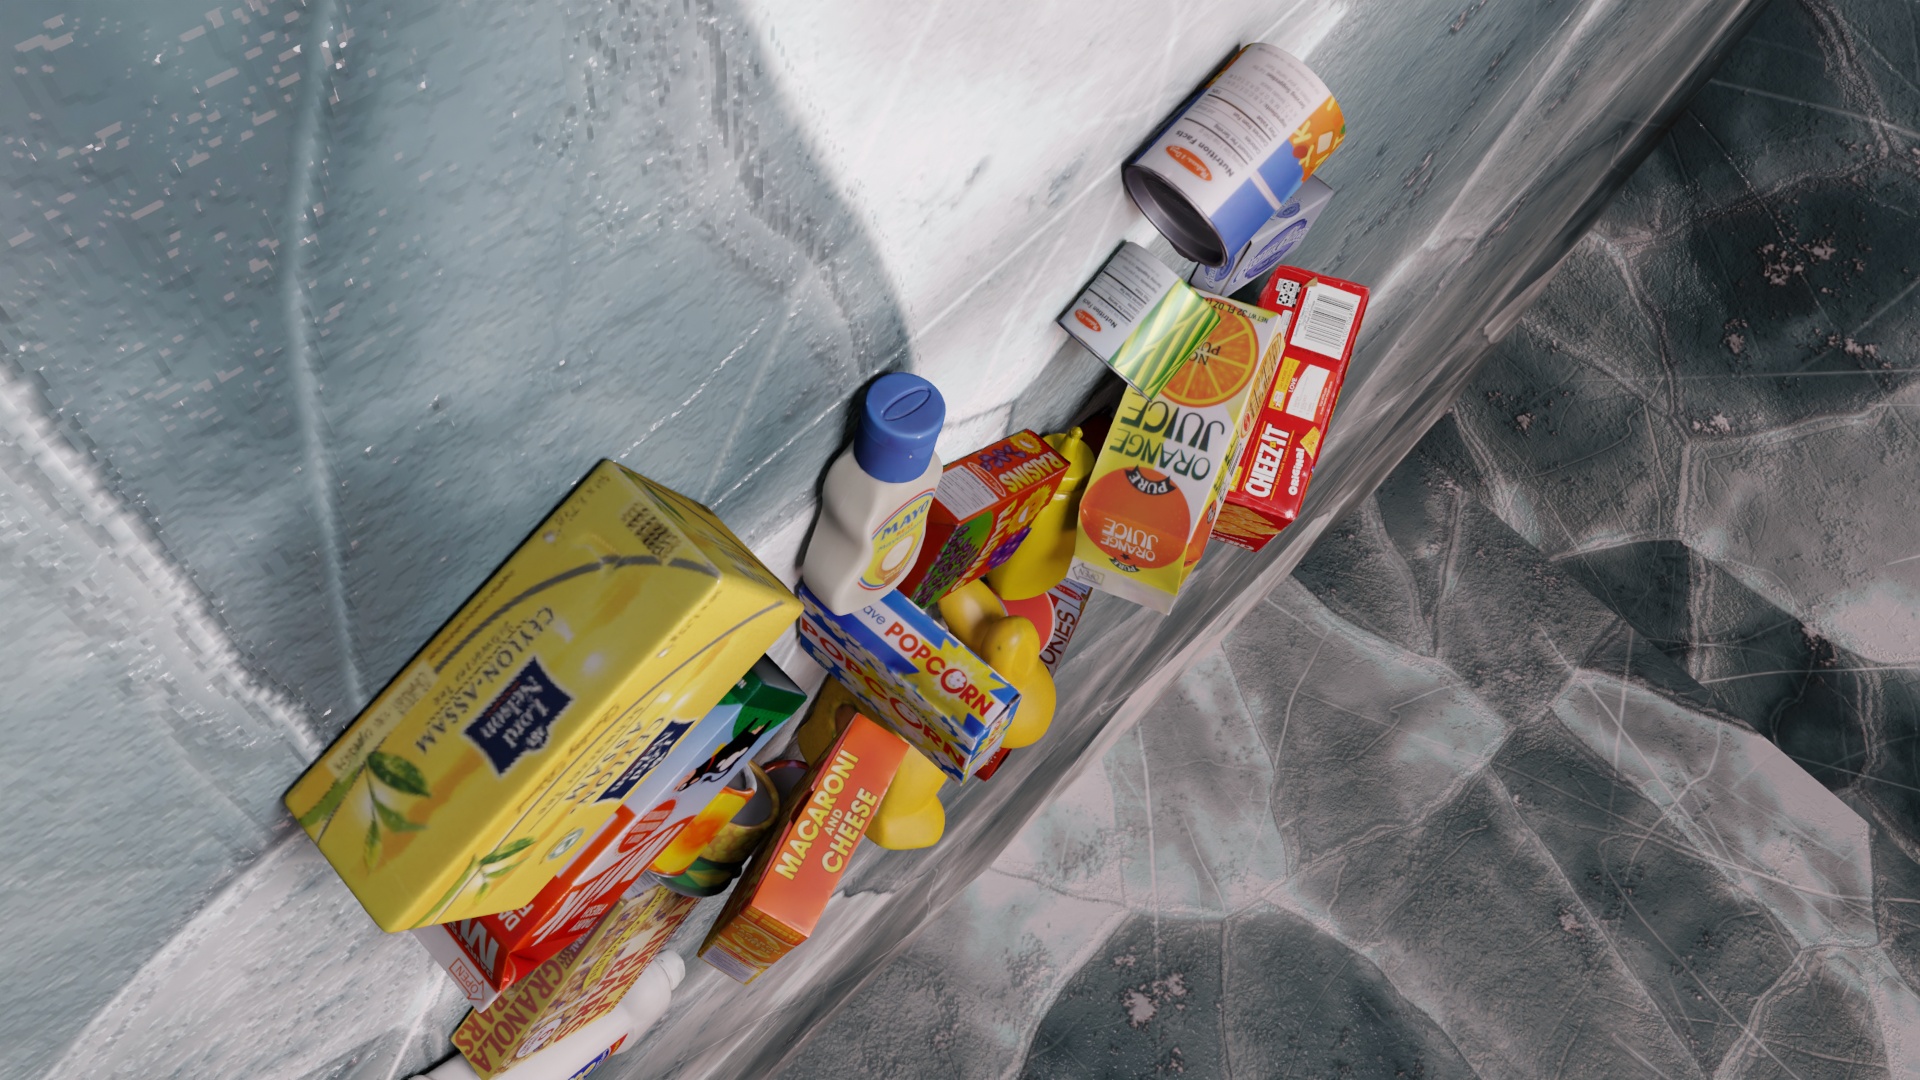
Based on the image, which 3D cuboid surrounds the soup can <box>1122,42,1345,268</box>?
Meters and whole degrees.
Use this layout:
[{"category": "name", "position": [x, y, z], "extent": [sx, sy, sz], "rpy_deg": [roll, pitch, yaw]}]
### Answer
[{"category": "soup can", "position": [0.130, -0.181, 0.658], "extent": [0.084, 0.071, 0.071], "rpy_deg": [-46, 165, -3]}]

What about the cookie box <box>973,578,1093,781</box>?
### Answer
[{"category": "cookie box", "position": [0.056, 0.099, 1.138], "extent": [0.168, 0.040, 0.122], "rpy_deg": [-60, 178, -41]}]

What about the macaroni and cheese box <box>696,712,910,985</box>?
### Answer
[{"category": "macaroni and cheese box", "position": [-0.095, 0.183, 0.807], "extent": [0.124, 0.040, 0.165], "rpy_deg": [-61, -176, -32]}]

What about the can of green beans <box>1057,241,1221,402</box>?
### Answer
[{"category": "can of green beans", "position": [0.095, -0.116, 0.735], "extent": [0.057, 0.071, 0.071], "rpy_deg": [-49, 165, 9]}]

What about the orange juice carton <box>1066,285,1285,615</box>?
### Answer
[{"category": "orange juice carton", "position": [0.132, -0.054, 0.860], "extent": [0.192, 0.072, 0.073], "rpy_deg": [-68, 162, -3]}]

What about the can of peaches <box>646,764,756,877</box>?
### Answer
[{"category": "can of peaches", "position": [-0.147, 0.126, 0.703], "extent": [0.058, 0.071, 0.071], "rpy_deg": [-48, 165, 6]}]

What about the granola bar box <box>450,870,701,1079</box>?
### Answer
[{"category": "granola bar box", "position": [-0.224, 0.249, 0.865], "extent": [0.165, 0.039, 0.124], "rpy_deg": [-52, 164, 18]}]

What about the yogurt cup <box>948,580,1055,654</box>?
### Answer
[{"category": "yogurt cup", "position": [0.028, 0.059, 1.017], "extent": [0.054, 0.072, 0.072], "rpy_deg": [-7, 139, -55]}]

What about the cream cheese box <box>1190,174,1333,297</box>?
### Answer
[{"category": "cream cheese box", "position": [0.192, -0.193, 0.882], "extent": [0.104, 0.024, 0.053], "rpy_deg": [-35, 161, -38]}]

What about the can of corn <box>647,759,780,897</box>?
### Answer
[{"category": "can of corn", "position": [-0.143, 0.161, 0.796], "extent": [0.058, 0.071, 0.071], "rpy_deg": [-53, 164, 23]}]

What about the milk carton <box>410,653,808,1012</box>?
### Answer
[{"category": "milk carton", "position": [-0.163, 0.110, 0.602], "extent": [0.190, 0.072, 0.073], "rpy_deg": [-46, 166, -1]}]

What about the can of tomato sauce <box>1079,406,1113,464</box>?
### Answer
[{"category": "can of tomato sauce", "position": [0.108, -0.037, 0.944], "extent": [0.071, 0.083, 0.071], "rpy_deg": [-42, 165, -14]}]

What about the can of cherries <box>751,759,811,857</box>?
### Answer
[{"category": "can of cherries", "position": [-0.116, 0.188, 0.952], "extent": [0.072, 0.071, 0.058], "rpy_deg": [-40, 163, -22]}]

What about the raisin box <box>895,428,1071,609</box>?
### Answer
[{"category": "raisin box", "position": [0.003, -0.010, 0.811], "extent": [0.124, 0.040, 0.085], "rpy_deg": [-28, 156, -51]}]

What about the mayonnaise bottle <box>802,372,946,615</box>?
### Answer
[{"category": "mayonnaise bottle", "position": [-0.038, -0.021, 0.663], "extent": [0.065, 0.041, 0.147], "rpy_deg": [-36, 163, -29]}]

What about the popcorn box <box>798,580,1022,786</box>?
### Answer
[{"category": "popcorn box", "position": [-0.031, 0.069, 0.754], "extent": [0.038, 0.127, 0.085], "rpy_deg": [-45, 166, -23]}]

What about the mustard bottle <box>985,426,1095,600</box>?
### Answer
[{"category": "mustard bottle", "position": [0.056, -0.024, 0.895], "extent": [0.065, 0.049, 0.159], "rpy_deg": [-16, 149, -25]}]
